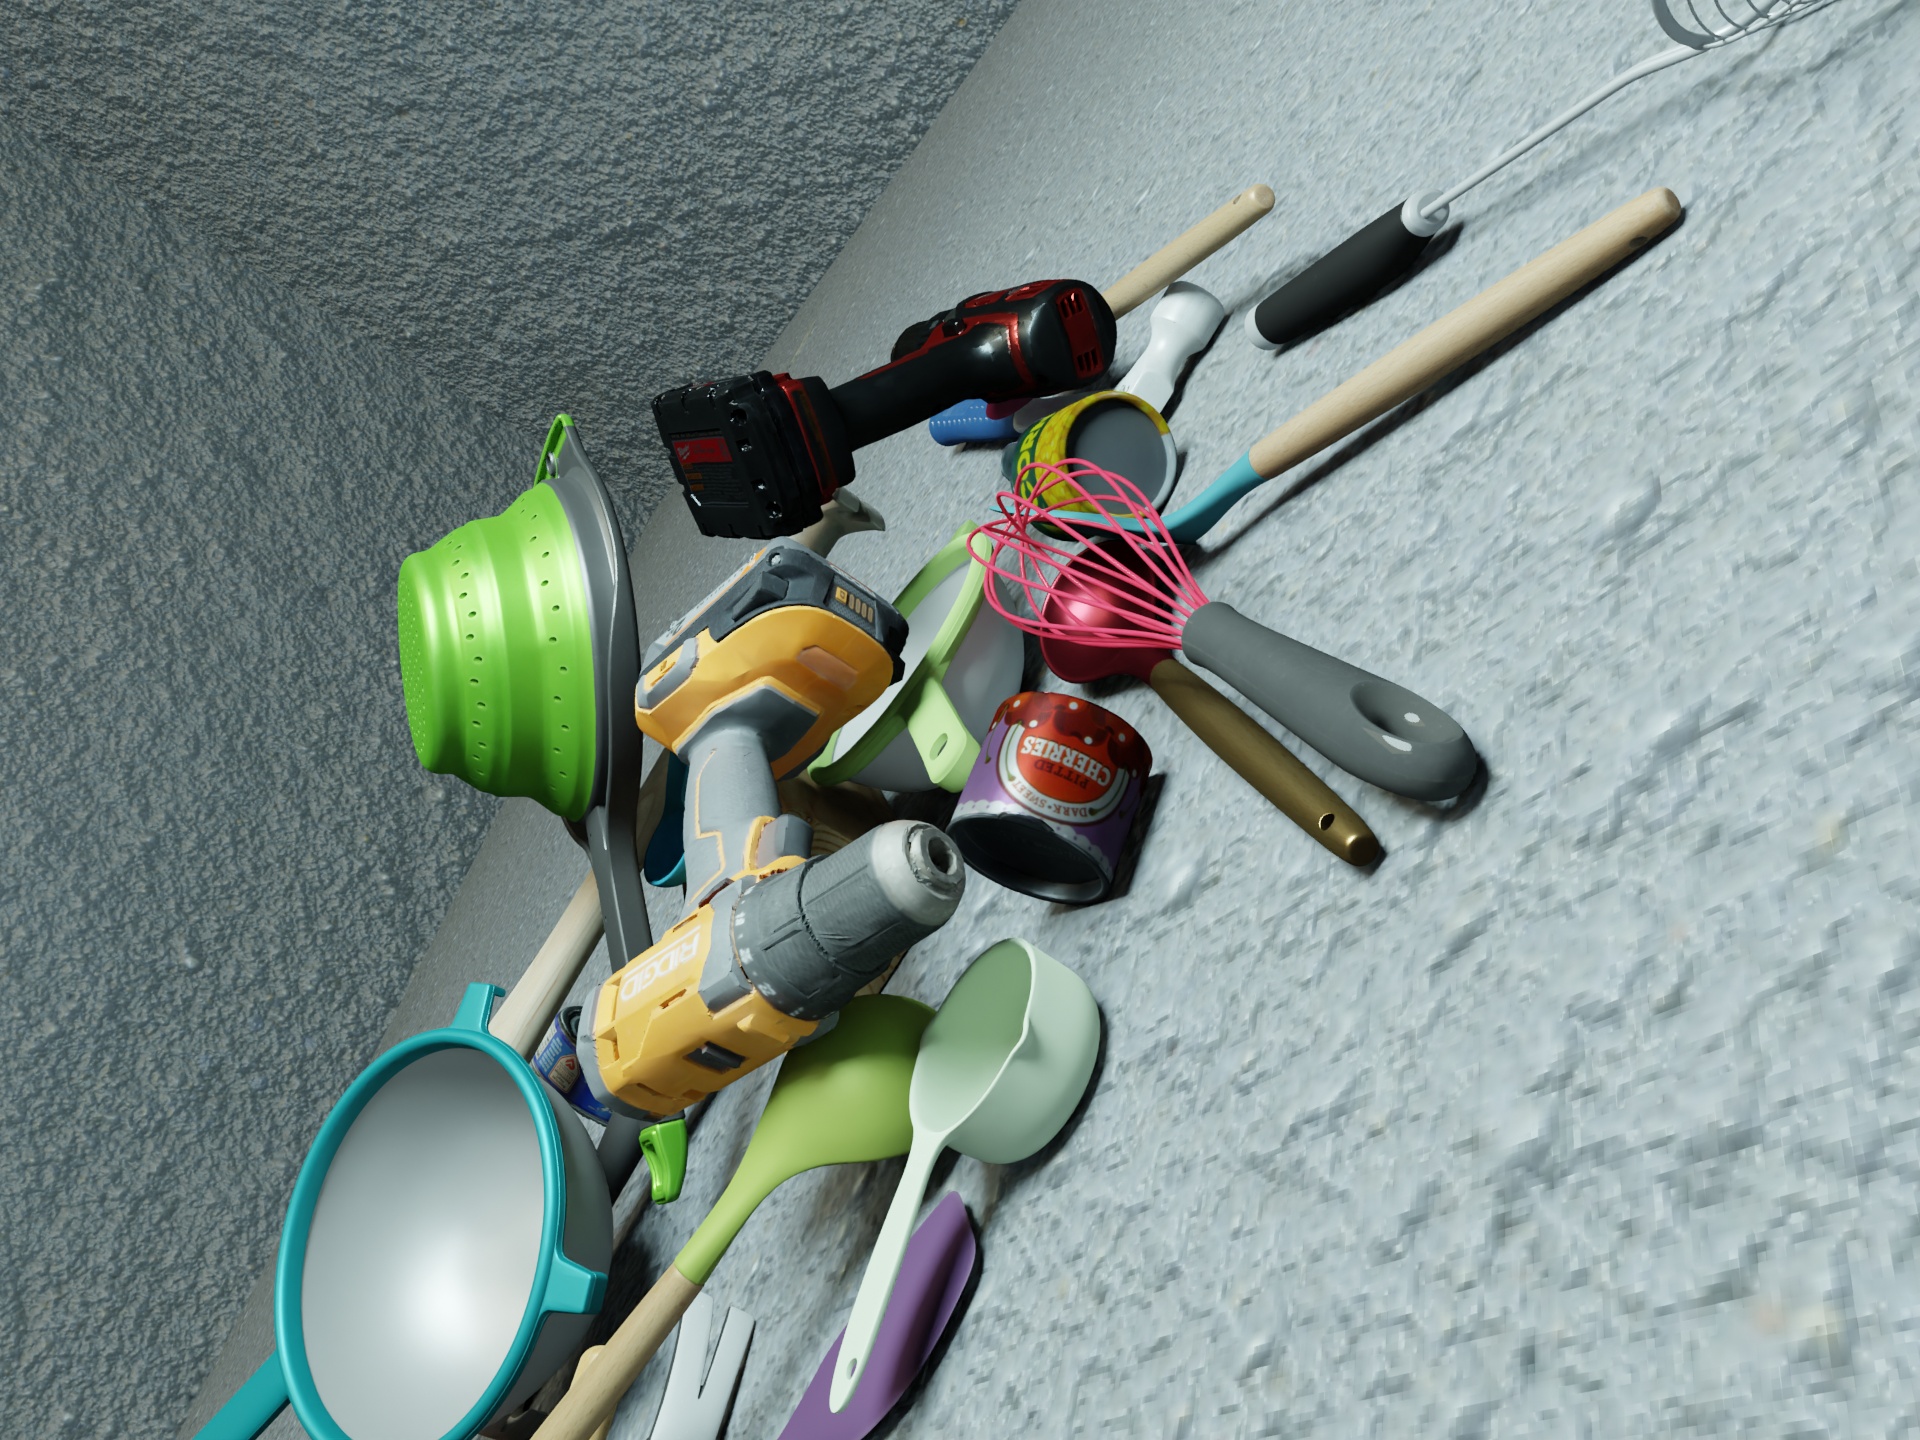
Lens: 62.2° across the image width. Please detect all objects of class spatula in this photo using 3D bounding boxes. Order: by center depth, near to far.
[{"bbox_3d":[-0.086,0.302,0.578,0.316,0.018,0.060,-55,19,10],"label":"spatula"},{"bbox_3d":[0.134,-0.123,0.625,0.317,0.082,0.044,-29,60,49],"label":"spatula"}]

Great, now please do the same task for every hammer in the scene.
[{"bbox_3d":[-0.197,0.358,0.764,0.337,0.034,0.127,-37,28,50],"label":"hammer"},{"bbox_3d":[-0.199,0.256,0.894,0.331,0.033,0.128,-63,18,7],"label":"hammer"},{"bbox_3d":[-0.170,0.045,0.900,0.410,0.038,0.146,-60,19,-5],"label":"hammer"},{"bbox_3d":[0.042,-0.191,1.015,0.144,0.035,0.406,-59,17,0],"label":"hammer"}]

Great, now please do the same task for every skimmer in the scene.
[{"bbox_3d":[0.196,-0.239,0.580,0.127,0.090,0.363,-31,3,-24],"label":"skimmer"}]

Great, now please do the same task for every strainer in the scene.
[{"bbox_3d":[-0.001,-0.002,0.759,0.151,0.069,0.256,-54,17,8],"label":"strainer"},{"bbox_3d":[-0.291,0.314,0.830,0.340,0.095,0.211,-46,51,14],"label":"strainer"}]

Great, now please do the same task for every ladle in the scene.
[{"bbox_3d":[-0.111,0.236,0.607,0.320,0.062,0.078,-52,37,-4],"label":"ladle"},{"bbox_3d":[0.087,-0.011,0.608,0.069,0.031,0.316,-58,19,10],"label":"ladle"}]

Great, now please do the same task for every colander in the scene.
[{"bbox_3d":[-0.213,0.045,0.788,0.204,0.094,0.397,-42,58,60],"label":"colander"}]

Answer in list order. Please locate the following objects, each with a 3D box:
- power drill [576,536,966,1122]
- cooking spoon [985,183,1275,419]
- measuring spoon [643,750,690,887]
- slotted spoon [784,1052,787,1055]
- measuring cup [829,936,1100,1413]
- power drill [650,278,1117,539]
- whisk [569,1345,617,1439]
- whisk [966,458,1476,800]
[{"bbox_3d":[-0.070,0.030,0.645,0.185,0.084,0.226,-34,38,33],"label":"power drill"},{"bbox_3d":[0.081,-0.227,0.877,0.069,0.017,0.319,-64,18,-15],"label":"cooking spoon"},{"bbox_3d":[-0.139,0.032,0.830,0.042,0.021,0.129,-32,42,36],"label":"measuring spoon"},{"bbox_3d":[-0.103,0.154,0.857,0.070,0.031,0.314,-60,19,-4],"label":"slotted spoon"},{"bbox_3d":[0.002,0.158,0.547,0.083,0.038,0.168,-22,42,63],"label":"measuring cup"},{"bbox_3d":[-0.048,-0.177,0.867,0.226,0.080,0.188,-28,20,-25],"label":"power drill"},{"bbox_3d":[-0.171,0.349,0.590,0.051,0.047,0.245,-47,19,39],"label":"whisk"},{"bbox_3d":[0.079,-0.037,0.560,0.073,0.073,0.296,-57,31,6],"label":"whisk"}]
